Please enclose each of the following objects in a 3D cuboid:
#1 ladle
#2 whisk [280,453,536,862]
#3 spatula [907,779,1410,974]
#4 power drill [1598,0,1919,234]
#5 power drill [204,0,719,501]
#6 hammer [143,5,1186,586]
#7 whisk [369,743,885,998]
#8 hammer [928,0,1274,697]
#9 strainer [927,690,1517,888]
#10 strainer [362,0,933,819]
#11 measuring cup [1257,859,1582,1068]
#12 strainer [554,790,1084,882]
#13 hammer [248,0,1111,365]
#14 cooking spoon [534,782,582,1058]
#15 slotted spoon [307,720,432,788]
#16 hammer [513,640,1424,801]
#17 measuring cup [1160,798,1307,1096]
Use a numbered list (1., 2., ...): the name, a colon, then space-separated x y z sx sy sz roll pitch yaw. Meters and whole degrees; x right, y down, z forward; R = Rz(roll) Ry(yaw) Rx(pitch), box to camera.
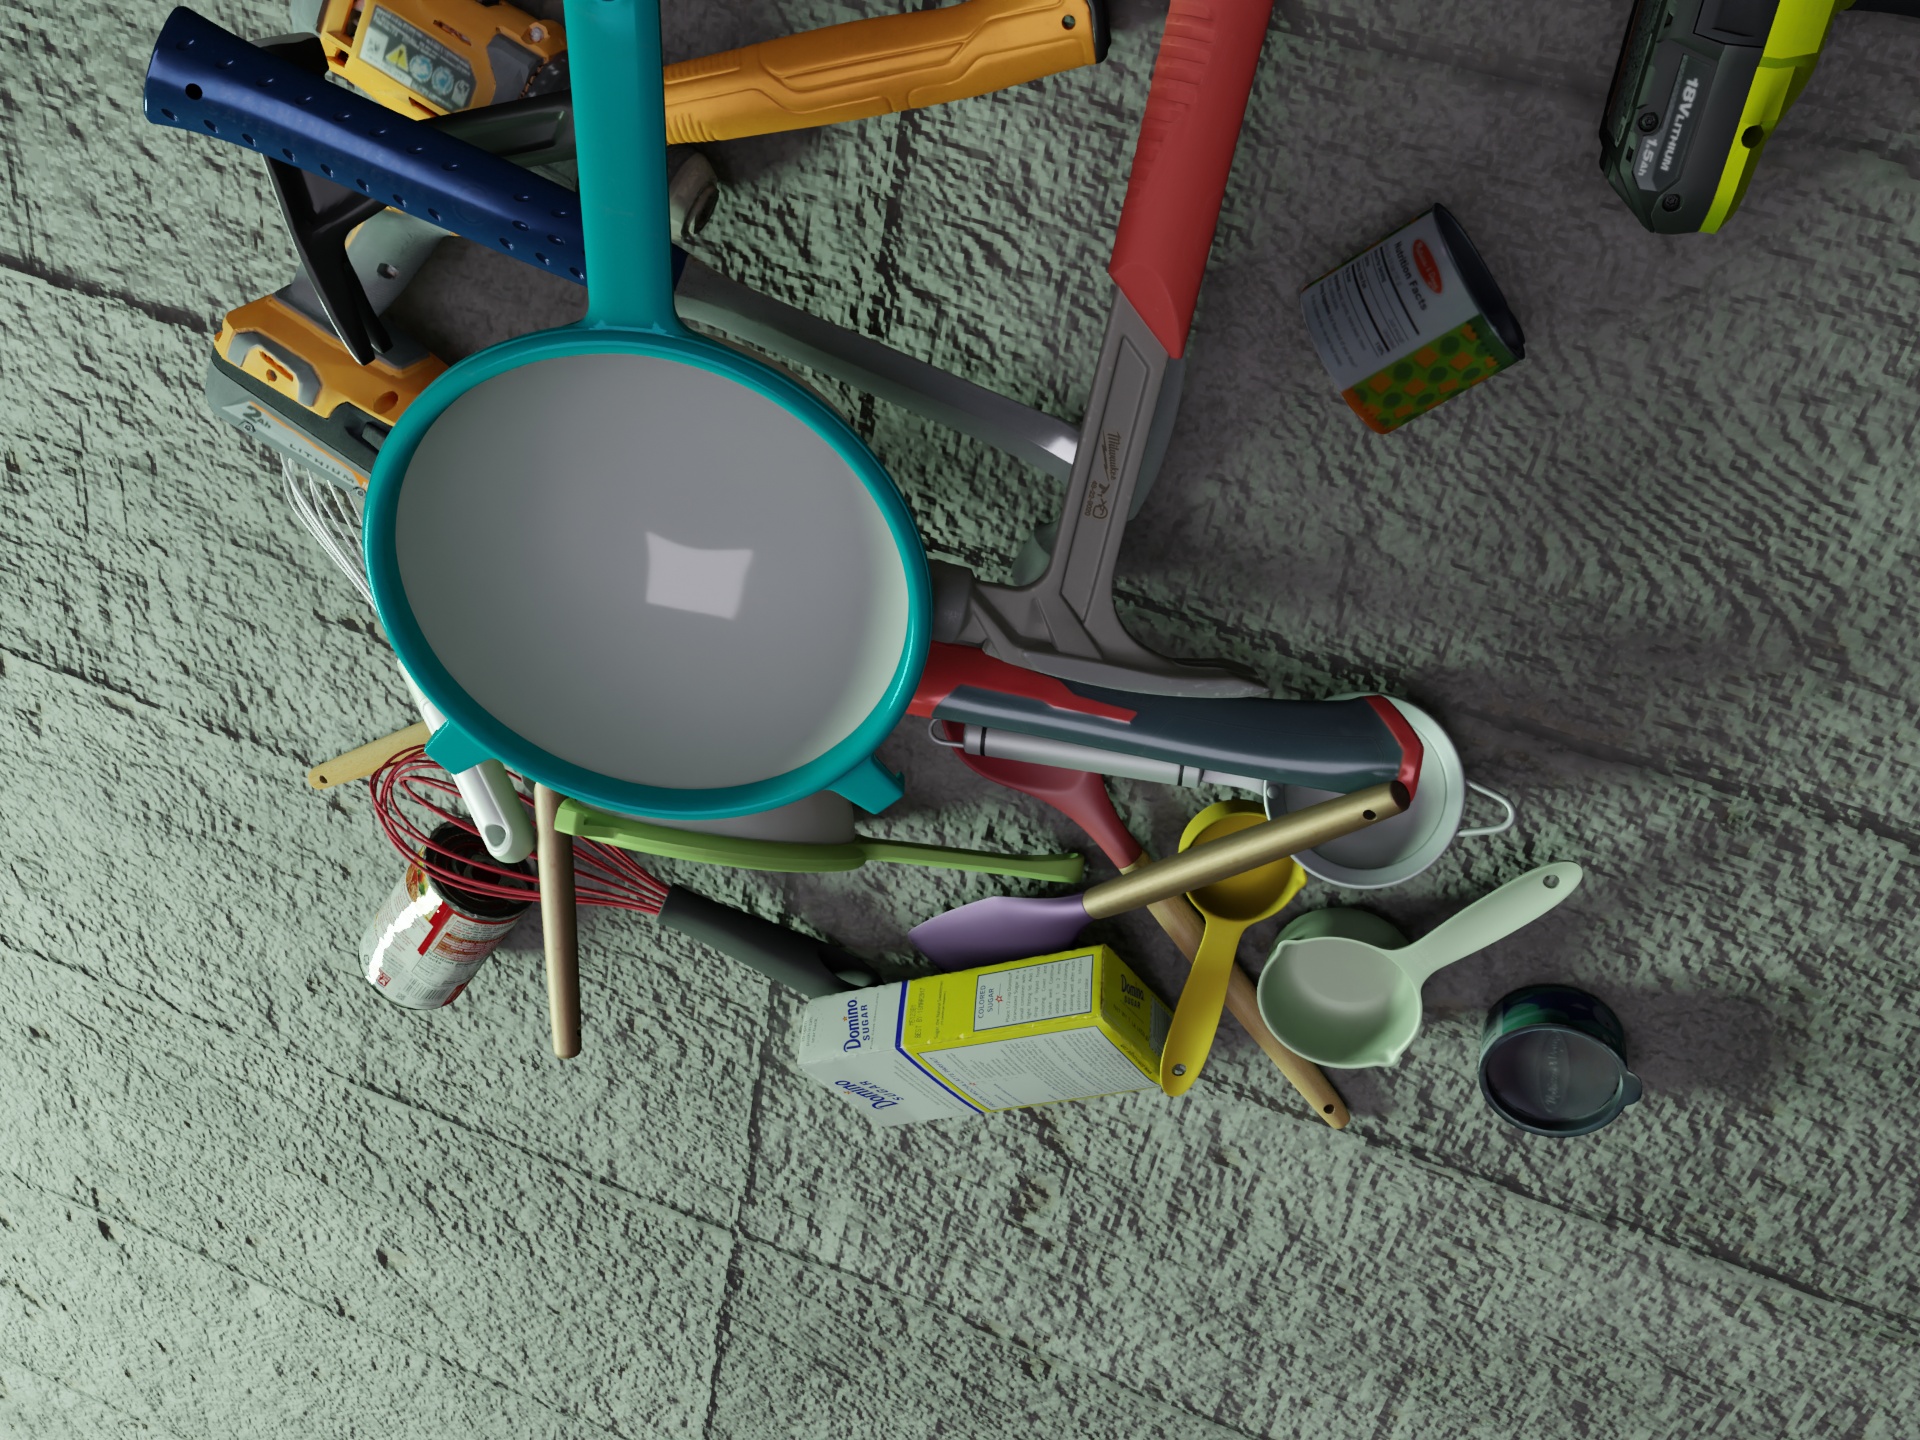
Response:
1. ladle: 0.099 0.086 0.776 0.069 0.031 0.315 -36 104 14
2. whisk: -0.274 -0.041 0.794 0.058 0.059 0.246 -25 92 25
3. spatula: 0.080 0.081 0.738 0.059 0.018 0.316 45 140 -14
4. power drill: 0.333 -0.207 0.507 0.223 0.080 0.171 12 120 10
5. power drill: -0.224 -0.204 0.708 0.185 0.084 0.226 30 118 -3
6. hammer: -0.098 -0.172 0.621 0.405 0.035 0.144 20 124 -18
7. whisk: -0.176 0.090 0.851 0.296 0.073 0.073 24 123 -4
8. hammer: 0.086 -0.184 0.587 0.149 0.037 0.359 11 108 -7
9. strainer: 0.112 0.020 0.712 0.258 0.050 0.087 9 93 8
10. strainer: -0.108 -0.121 0.581 0.211 0.095 0.340 5 125 2
11. measuring cup: 0.213 0.101 0.737 0.167 0.038 0.083 -38 100 30
12. strainer: -0.063 0.034 0.775 0.256 0.151 0.069 7 92 -5
13. hammer: -0.108 -0.234 0.625 0.337 0.034 0.127 -9 114 8
14. cooking spoon: -0.203 0.017 0.786 0.017 0.069 0.319 2 103 9
15. slotted spoon: -0.243 -0.005 0.851 0.314 0.031 0.070 -17 110 28
16. hammer: -0.001 -0.002 0.685 0.386 0.143 0.038 11 154 10
17. measuring cup: 0.120 0.109 0.762 0.062 0.029 0.156 11 111 -4
